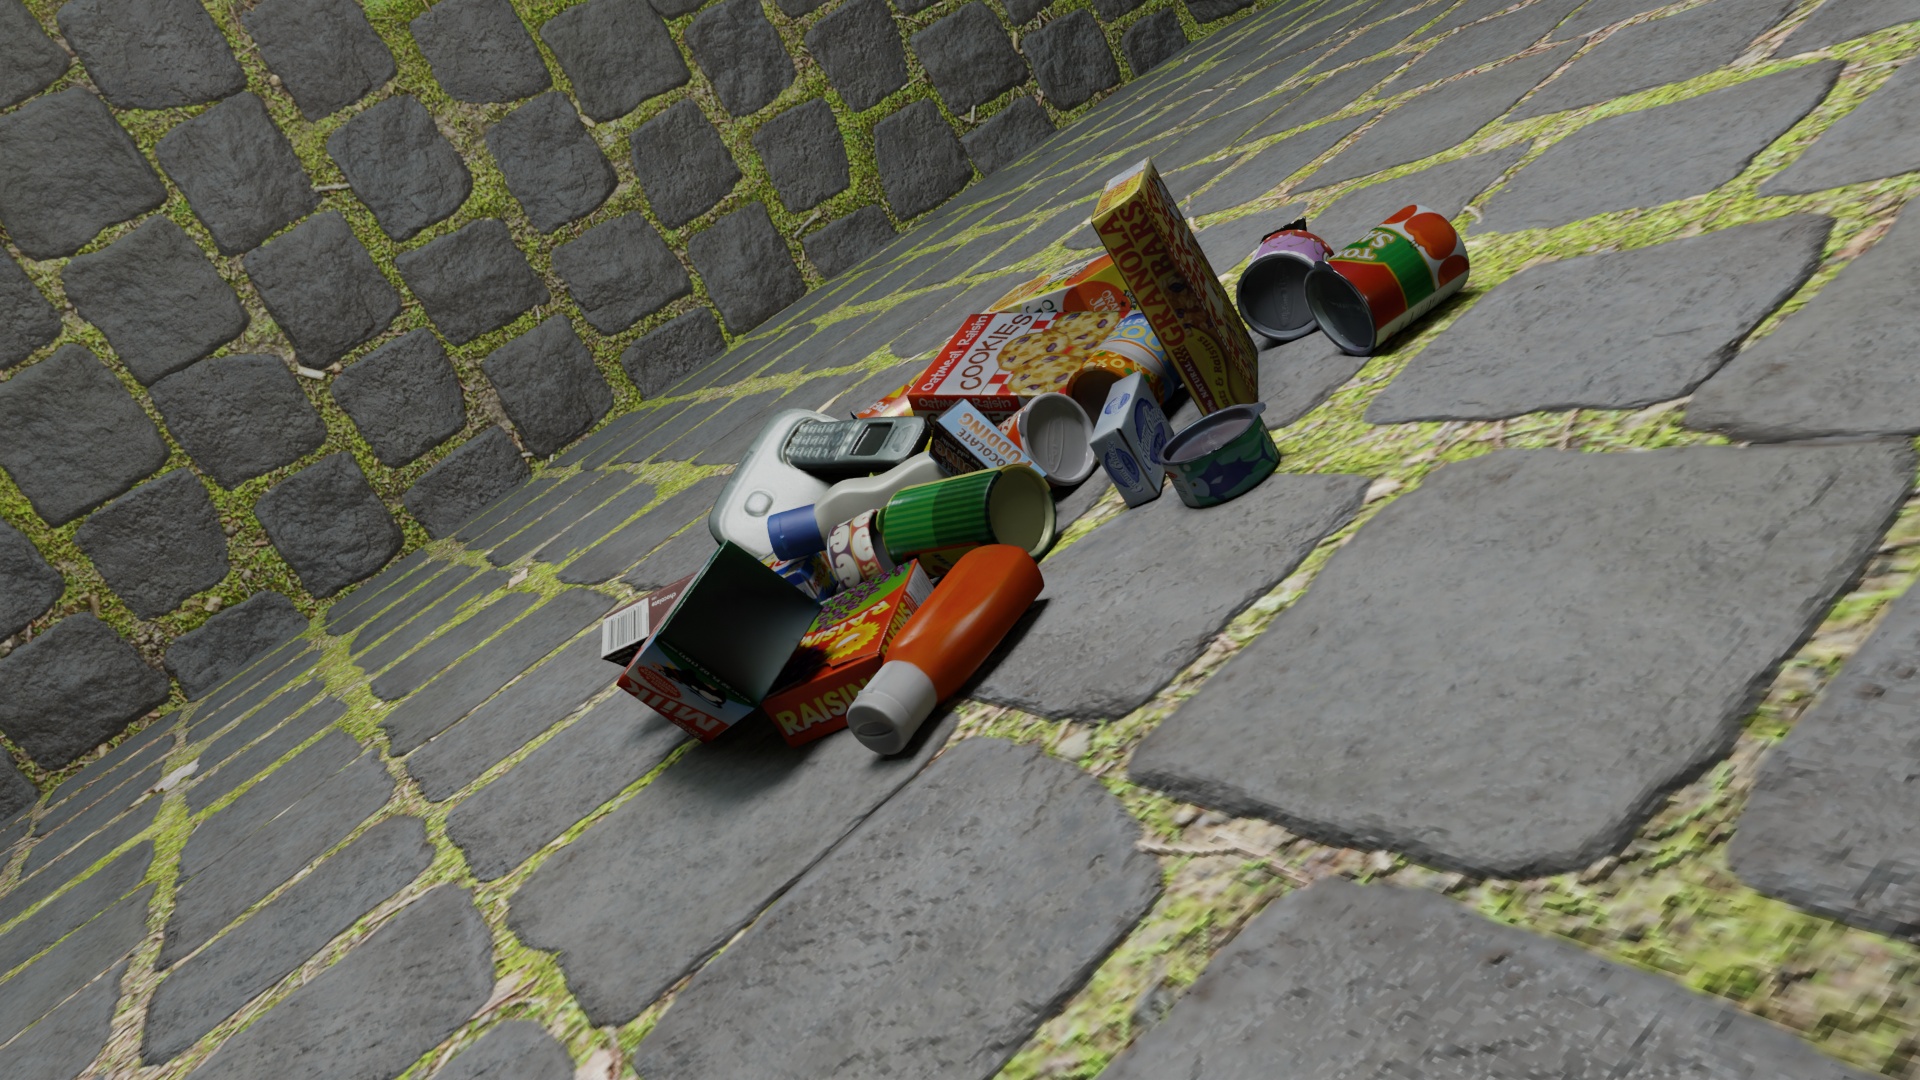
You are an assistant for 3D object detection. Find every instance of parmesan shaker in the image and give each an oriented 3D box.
[{"bbox_3d":[0.003,-0.011,0.916,0.103,0.071,0.072,-10,27,48],"label":"parmesan shaker"}]

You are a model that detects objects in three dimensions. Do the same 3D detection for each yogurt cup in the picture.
[{"bbox_3d":[0.056,-0.066,0.994,0.073,0.072,0.053,-43,13,-35],"label":"yogurt cup"}]

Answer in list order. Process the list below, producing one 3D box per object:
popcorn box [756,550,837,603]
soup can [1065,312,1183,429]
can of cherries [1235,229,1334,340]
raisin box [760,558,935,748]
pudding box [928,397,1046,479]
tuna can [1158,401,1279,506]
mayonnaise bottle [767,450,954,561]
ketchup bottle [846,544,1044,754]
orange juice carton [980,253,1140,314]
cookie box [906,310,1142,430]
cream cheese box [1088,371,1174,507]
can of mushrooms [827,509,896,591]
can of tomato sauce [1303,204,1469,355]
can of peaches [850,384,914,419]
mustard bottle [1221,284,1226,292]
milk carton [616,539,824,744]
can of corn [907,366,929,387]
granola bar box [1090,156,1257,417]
[{"bbox_3d":[-0.157,0.045,1.077,0.126,0.038,0.085,-25,19,17],"label":"popcorn box"},{"bbox_3d":[0.125,-0.121,1.018,0.071,0.071,0.084,-15,24,43],"label":"soup can"},{"bbox_3d":[0.243,-0.188,1.019,0.071,0.071,0.059,-20,19,32],"label":"can of cherries"},{"bbox_3d":[-0.065,0.068,0.862,0.086,0.040,0.124,-24,19,20],"label":"raisin box"},{"bbox_3d":[0.018,-0.053,0.964,0.030,0.084,0.049,-39,-16,-24],"label":"pudding box"},{"bbox_3d":[0.158,-0.052,0.835,0.071,0.032,0.071,-28,18,10],"label":"tuna can"},{"bbox_3d":[-0.067,-0.021,1.021,0.148,0.064,0.041,-15,18,6],"label":"mayonnaise bottle"},{"bbox_3d":[-0.011,0.060,0.787,0.064,0.043,0.149,-16,23,42],"label":"ketchup bottle"},{"bbox_3d":[0.109,-0.213,1.295,0.073,0.071,0.192,-42,20,-32],"label":"orange juice carton"},{"bbox_3d":[0.057,-0.138,1.131,0.167,0.040,0.123,4,42,32],"label":"cookie box"},{"bbox_3d":[0.115,-0.068,0.915,0.024,0.053,0.104,-25,18,26],"label":"cream cheese box"},{"bbox_3d":[-0.059,0.015,0.956,0.033,0.071,0.071,-24,19,21],"label":"can of mushrooms"},{"bbox_3d":[0.277,-0.172,0.906,0.083,0.071,0.071,-34,17,-12],"label":"can of tomato sauce"},{"bbox_3d":[-0.058,-0.102,1.266,0.058,0.071,0.071,-33,17,-9],"label":"can of peaches"},{"bbox_3d":[0.189,-0.181,1.112,0.065,0.048,0.161,-30,17,8],"label":"mustard bottle"},{"bbox_3d":[-0.158,0.072,0.870,0.074,0.072,0.190,-58,11,-26],"label":"milk carton"},{"bbox_3d":[-0.007,-0.136,1.297,0.071,0.058,0.071,-28,18,10],"label":"can of corn"},{"bbox_3d":[0.151,-0.174,0.962,0.039,0.165,0.125,-27,17,22],"label":"granola bar box"}]
